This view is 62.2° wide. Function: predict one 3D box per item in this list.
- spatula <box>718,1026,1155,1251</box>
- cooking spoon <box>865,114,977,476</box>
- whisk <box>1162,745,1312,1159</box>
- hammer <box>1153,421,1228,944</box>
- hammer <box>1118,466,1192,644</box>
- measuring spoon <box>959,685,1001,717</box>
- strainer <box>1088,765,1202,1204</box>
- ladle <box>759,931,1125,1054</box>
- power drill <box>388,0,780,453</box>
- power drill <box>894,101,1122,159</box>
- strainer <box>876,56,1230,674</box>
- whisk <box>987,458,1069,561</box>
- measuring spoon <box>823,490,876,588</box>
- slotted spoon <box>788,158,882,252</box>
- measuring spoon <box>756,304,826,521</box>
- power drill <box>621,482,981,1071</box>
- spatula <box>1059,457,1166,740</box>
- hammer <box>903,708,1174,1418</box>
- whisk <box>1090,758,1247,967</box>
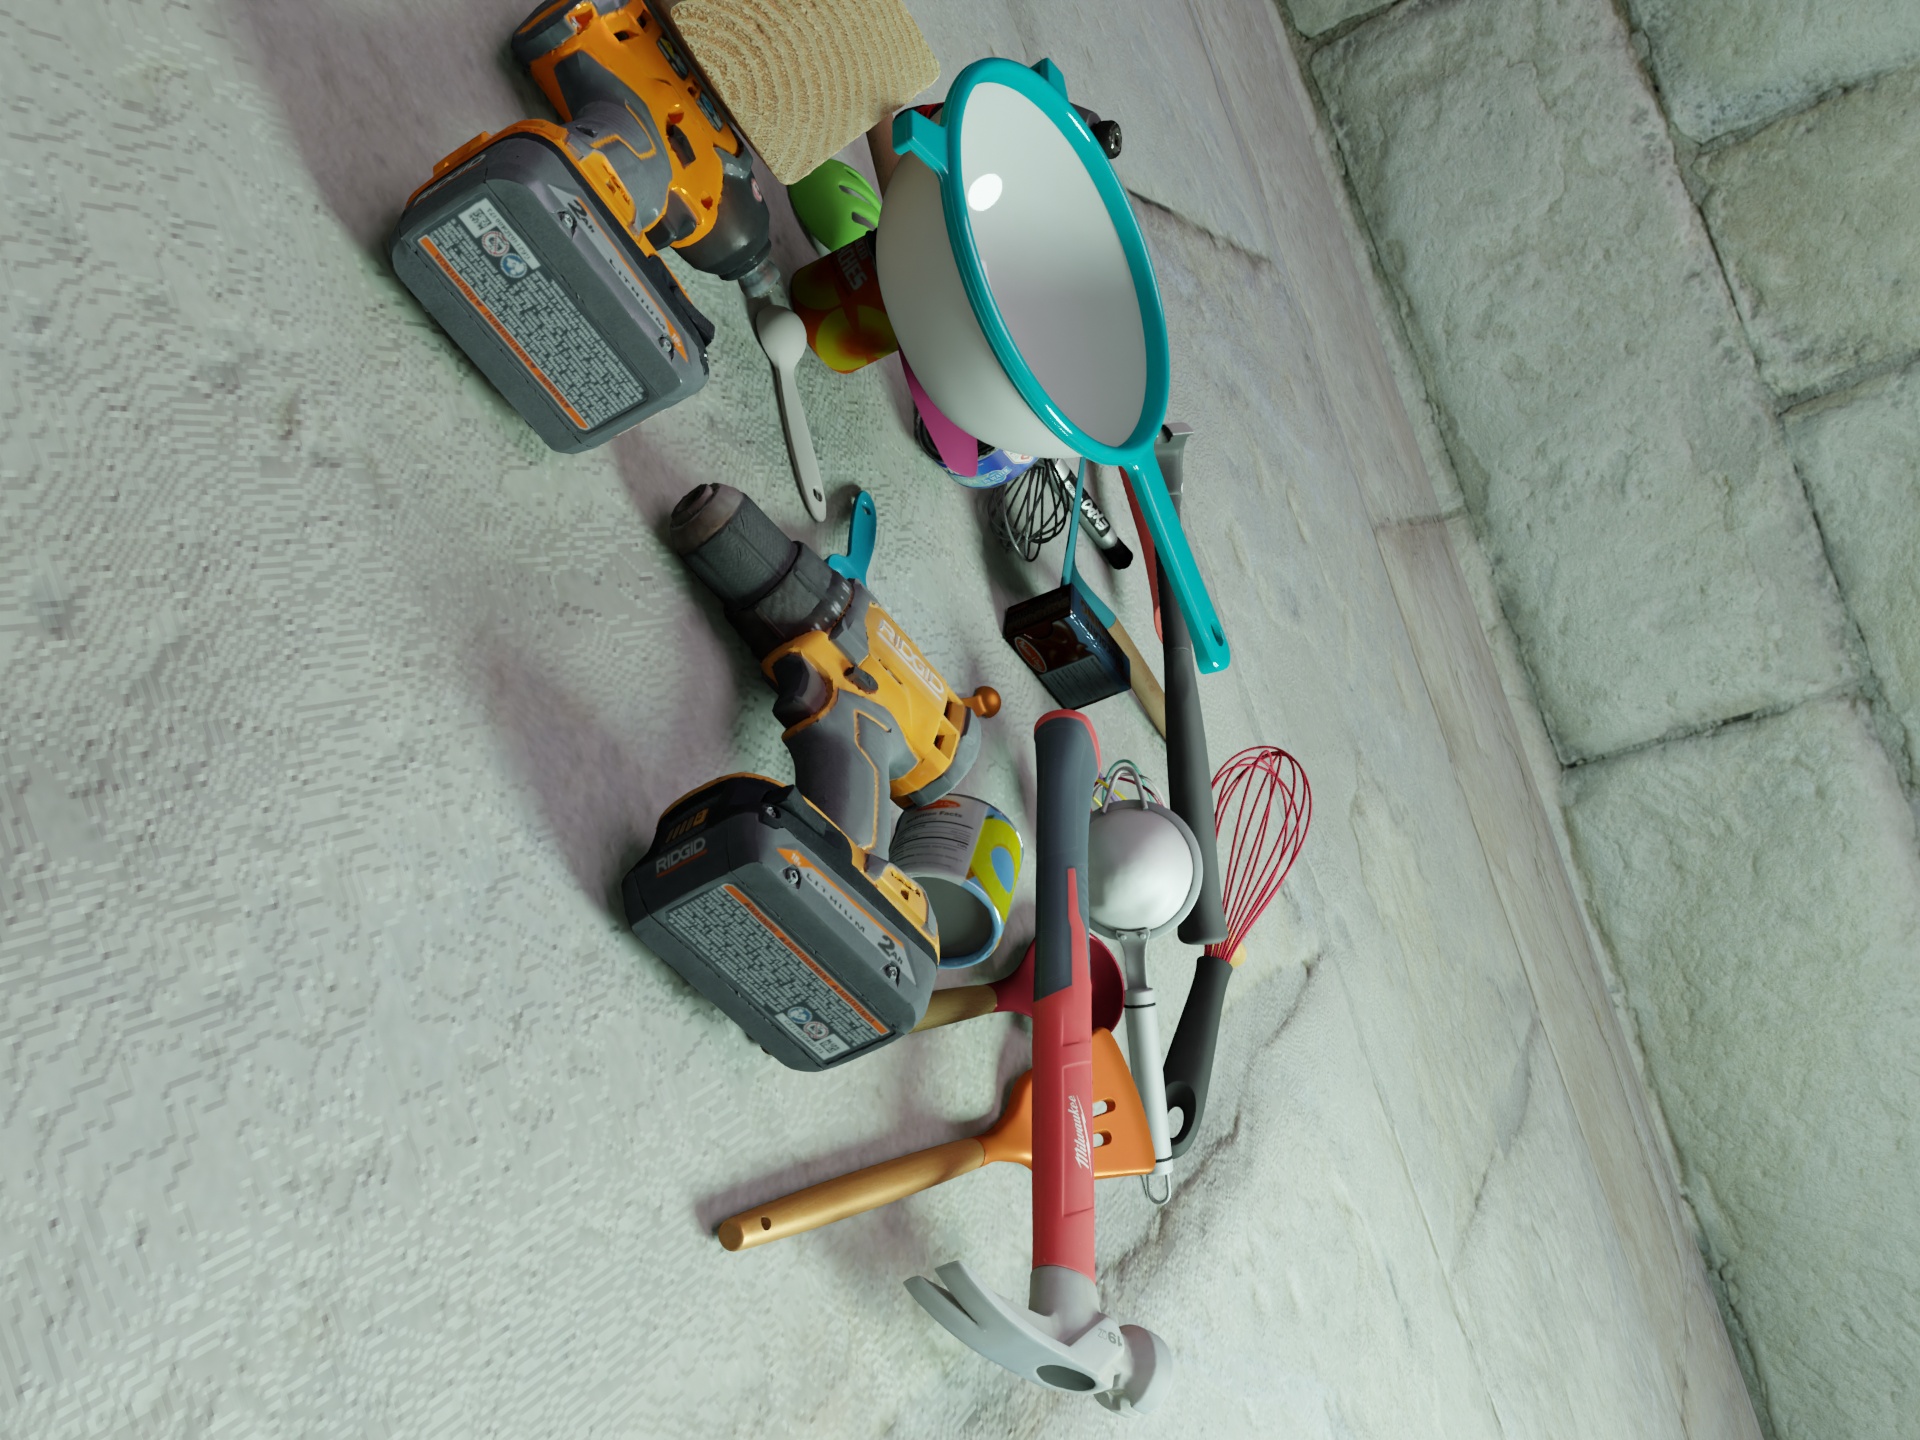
[{"bbox_3d":[0.000,0.201,0.735,0.322,0.041,0.081,7,61,-60],"label":"spatula"},{"bbox_3d":[-0.034,-0.287,0.887,0.068,0.017,0.319,3,72,-62],"label":"cooking spoon"},{"bbox_3d":[0.168,0.139,1.019,0.073,0.073,0.296,47,52,-39],"label":"whisk"},{"bbox_3d":[0.139,-0.027,1.001,0.146,0.035,0.335,62,25,-77],"label":"hammer"},{"bbox_3d":[0.134,-0.218,1.248,0.149,0.036,0.359,25,46,-55],"label":"hammer"},{"bbox_3d":[-0.001,-0.003,0.900,0.117,0.011,0.021,-25,95,-64],"label":"measuring spoon"},{"bbox_3d":[0.105,0.156,0.938,0.050,0.087,0.258,3,80,-70],"label":"strainer"},{"bbox_3d":[0.001,0.142,0.792,0.315,0.031,0.069,6,62,-59],"label":"ladle"},{"bbox_3d":[-0.145,-0.216,0.697,0.164,0.084,0.227,51,28,-33],"label":"power drill"},{"bbox_3d":[0.048,-0.278,0.987,0.079,0.143,0.219,-61,144,-39],"label":"power drill"},{"bbox_3d":[0.046,-0.168,0.848,0.340,0.095,0.211,65,34,-18],"label":"strainer"},{"bbox_3d":[0.053,-0.182,1.092,0.055,0.055,0.239,56,26,-28],"label":"whisk"},{"bbox_3d":[-0.061,-0.087,0.845,0.042,0.021,0.129,54,22,-28],"label":"measuring spoon"},{"bbox_3d":[-0.009,-0.289,1.055,0.313,0.031,0.070,18,59,-59],"label":"slotted spoon"},{"bbox_3d":[-0.083,-0.166,0.846,0.034,0.018,0.124,6,68,-61],"label":"measuring spoon"},{"bbox_3d":[-0.073,0.011,0.683,0.185,0.084,0.226,48,29,-26],"label":"power drill"},{"bbox_3d":[0.120,-0.054,1.100,0.317,0.044,0.082,52,38,-45],"label":"spatula"},{"bbox_3d":[0.041,0.133,0.801,0.143,0.038,0.387,38,36,-31],"label":"hammer"},{"bbox_3d":[0.142,0.102,1.076,0.244,0.047,0.051,50,45,-43],"label":"whisk"}]
